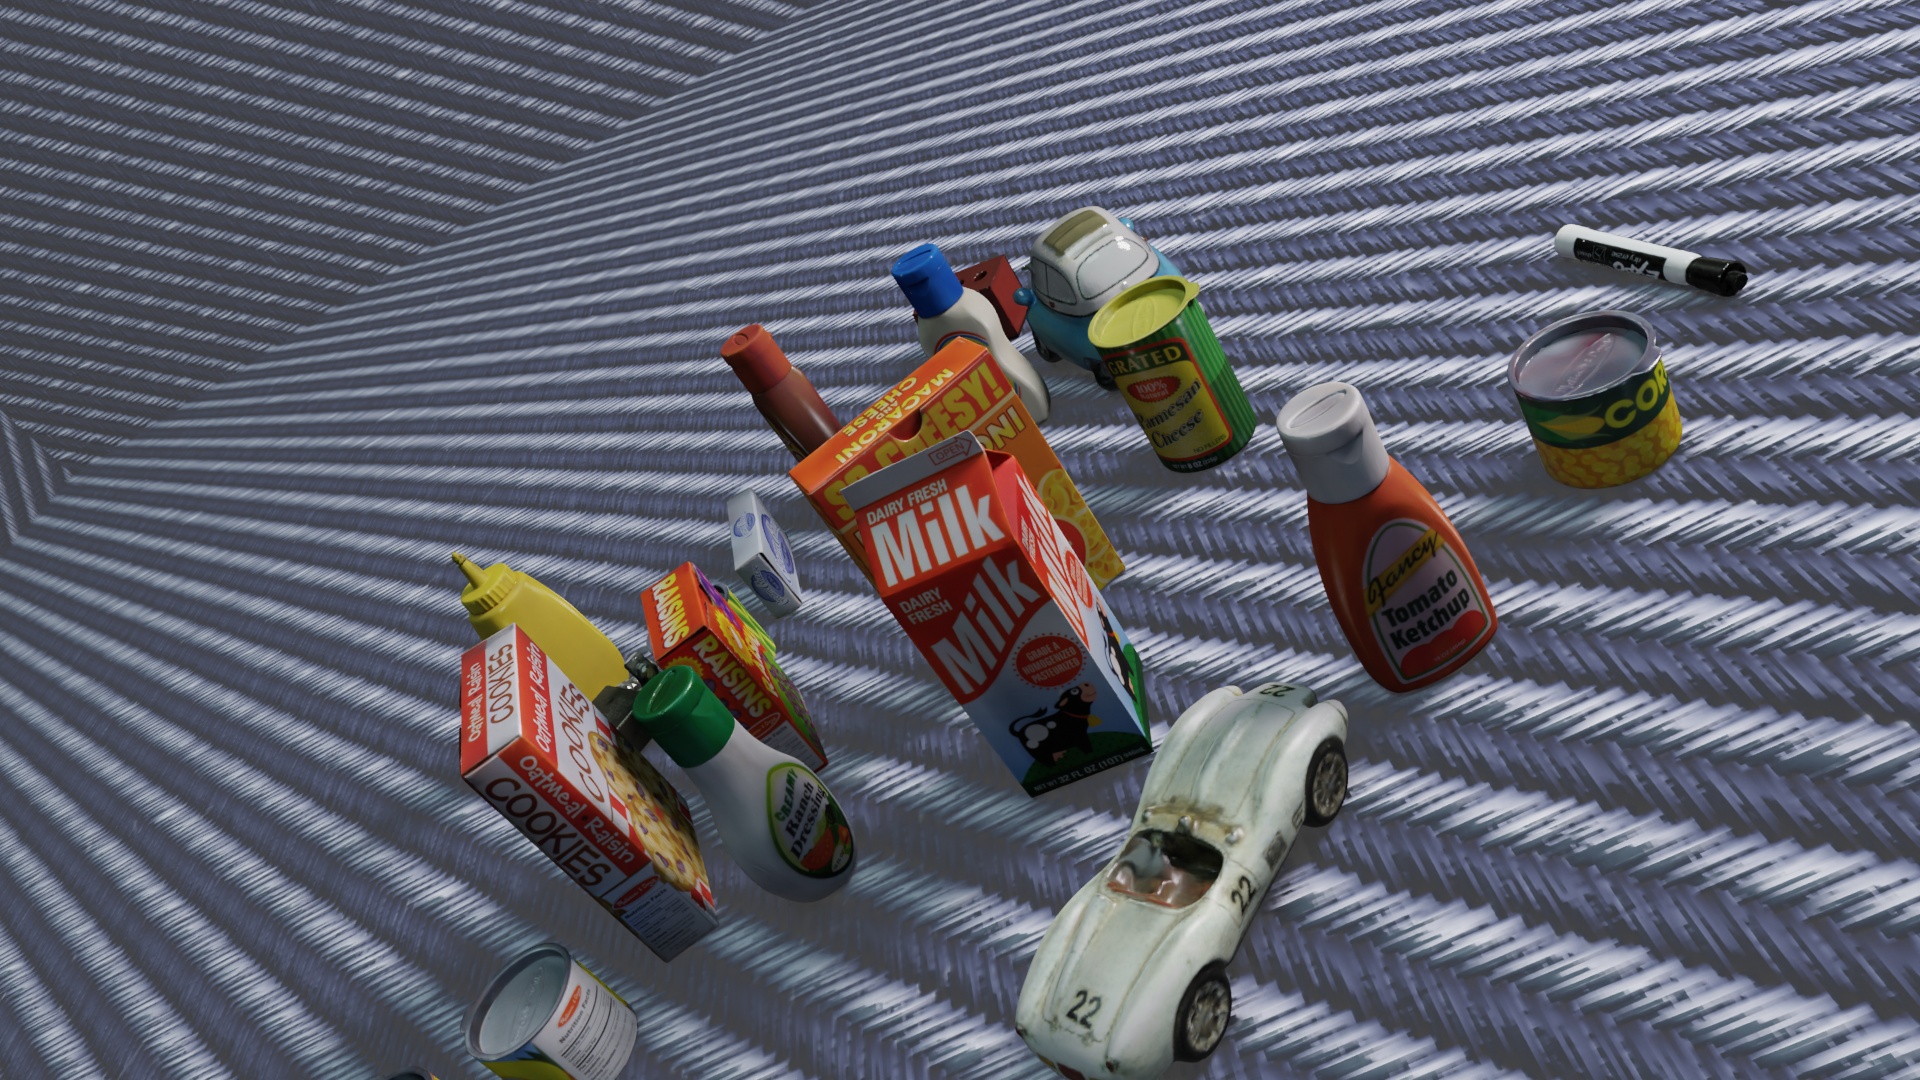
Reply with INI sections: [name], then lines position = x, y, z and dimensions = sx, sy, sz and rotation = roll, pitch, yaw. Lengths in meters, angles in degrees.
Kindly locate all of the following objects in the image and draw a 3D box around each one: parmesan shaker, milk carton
[parmesan shaker]
position = 0.131, -0.099, 0.835
dimensions = 0.071, 0.102, 0.072
rotation = -25, 32, 17
[milk carton]
position = 0.020, 0.031, 0.675
dimensions = 0.072, 0.190, 0.074
rotation = -25, 32, 17

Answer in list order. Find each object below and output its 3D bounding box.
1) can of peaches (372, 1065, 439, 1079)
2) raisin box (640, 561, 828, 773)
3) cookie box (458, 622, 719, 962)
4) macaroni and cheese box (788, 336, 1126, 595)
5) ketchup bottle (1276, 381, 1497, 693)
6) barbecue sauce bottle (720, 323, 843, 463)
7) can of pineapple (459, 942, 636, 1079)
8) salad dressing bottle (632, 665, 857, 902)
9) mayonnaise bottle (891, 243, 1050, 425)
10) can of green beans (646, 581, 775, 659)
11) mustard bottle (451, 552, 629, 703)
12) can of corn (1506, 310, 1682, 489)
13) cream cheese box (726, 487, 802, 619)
[can of peaches]
position = -0.274, 0.309, 0.701
dimensions = 0.071, 0.058, 0.071
rotation = -25, 32, 17
[raisin box]
position = -0.134, 0.081, 0.820
dimensions = 0.040, 0.123, 0.086
rotation = -35, 30, 0
[cookie box]
position = -0.207, 0.138, 0.768
dimensions = 0.040, 0.167, 0.123
rotation = -36, 30, -1
[macaroni and cheese box]
position = 0.003, -0.010, 0.772
dimensions = 0.124, 0.166, 0.040
rotation = -40, 31, -9
[ketchup bottle]
position = 0.182, -0.002, 0.605
dimensions = 0.065, 0.148, 0.044
rotation = -34, 30, 2
[barbecue sauce bottle]
position = -0.119, -0.091, 1.022
dimensions = 0.044, 0.148, 0.065
rotation = -39, 30, -7
[can of pineapple]
position = -0.212, 0.253, 0.720
dimensions = 0.071, 0.057, 0.071
rotation = -25, 32, 17
[salad dressing bottle]
position = -0.109, 0.125, 0.710
dimensions = 0.044, 0.147, 0.064
rotation = -15, 36, 31
[mayonnaise bottle]
position = 0.004, -0.136, 0.966
dimensions = 0.064, 0.147, 0.041
rotation = -20, 33, 24
[can of green beans]
position = -0.166, 0.071, 0.931
dimensions = 0.071, 0.057, 0.071
rotation = -25, 32, 17
[mustard bottle]
position = -0.301, 0.062, 0.973
dimensions = 0.048, 0.159, 0.066
rotation = -8, 40, 38
[can of corn]
position = 0.306, -0.067, 0.664
dimensions = 0.071, 0.058, 0.071
rotation = -25, 32, 17
[cream cheese box]
position = -0.142, 0.008, 0.999
dimensions = 0.024, 0.053, 0.104
rotation = -32, 30, 5
